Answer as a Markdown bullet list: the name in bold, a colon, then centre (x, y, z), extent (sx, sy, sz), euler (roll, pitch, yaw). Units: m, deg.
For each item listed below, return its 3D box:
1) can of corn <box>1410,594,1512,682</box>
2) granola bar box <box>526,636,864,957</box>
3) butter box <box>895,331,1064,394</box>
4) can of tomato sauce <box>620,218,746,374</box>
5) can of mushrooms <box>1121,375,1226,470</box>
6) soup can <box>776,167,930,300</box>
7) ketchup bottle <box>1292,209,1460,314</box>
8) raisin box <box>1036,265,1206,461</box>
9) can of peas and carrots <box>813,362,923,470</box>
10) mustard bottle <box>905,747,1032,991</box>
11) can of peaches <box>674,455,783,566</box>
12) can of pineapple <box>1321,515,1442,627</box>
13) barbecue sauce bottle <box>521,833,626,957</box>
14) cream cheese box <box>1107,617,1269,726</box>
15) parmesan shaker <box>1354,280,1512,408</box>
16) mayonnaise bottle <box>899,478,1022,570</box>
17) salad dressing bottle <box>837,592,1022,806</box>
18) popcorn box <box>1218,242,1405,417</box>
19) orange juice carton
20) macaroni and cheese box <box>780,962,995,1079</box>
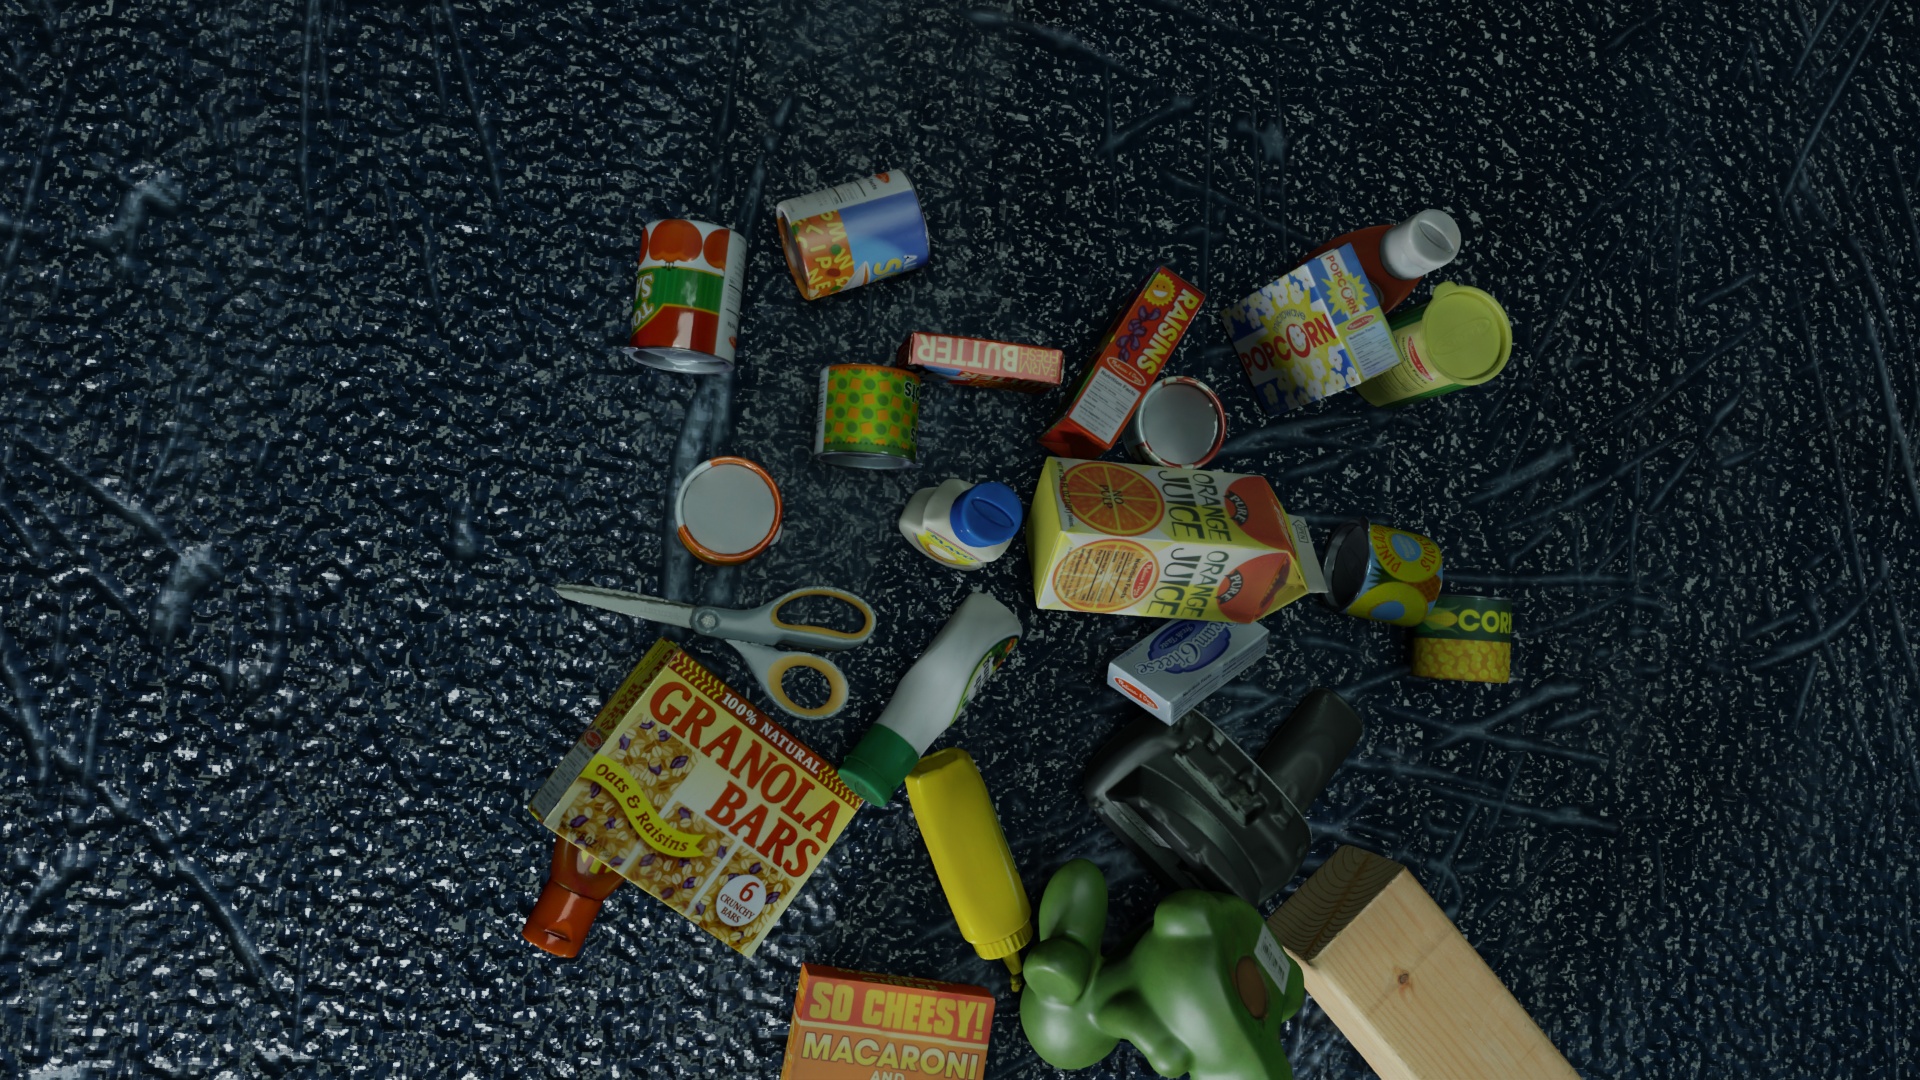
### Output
- **can of corn**: centre (0.349, 0.068, 0.965), extent (0.071, 0.071, 0.058), euler (5, 86, -11)
- **granola bar box**: centre (-0.154, 0.156, 0.836), extent (0.165, 0.039, 0.124), euler (44, 75, -30)
- **butter box**: centre (0.012, -0.117, 0.918), extent (0.103, 0.053, 0.024), euler (6, 87, -11)
- **can of tomato sauce**: centre (-0.173, -0.153, 0.875), extent (0.071, 0.071, 0.083), euler (6, 84, -11)
- **can of mushrooms**: centre (0.149, -0.078, 0.953), extent (0.071, 0.033, 0.071), euler (1, 85, -12)
- **soup can**: centre (-0.069, -0.196, 0.902), extent (0.084, 0.071, 0.071), euler (-19, 90, -12)
- **ketchup bottle**: centre (0.278, -0.183, 0.930), extent (0.065, 0.148, 0.043), euler (36, 79, -7)
- **raisin box**: centre (0.105, -0.113, 0.920), extent (0.040, 0.086, 0.123), euler (34, 80, -3)
- **can of peas and carrots**: centre (-0.057, -0.078, 0.893), extent (0.071, 0.071, 0.059), euler (4, 84, -11)
- **mustard bottle**: centre (0.012, 0.213, 0.889), extent (0.049, 0.065, 0.160), euler (-22, 97, -8)
- **can of peaches**: centre (-0.144, -0.017, 0.874), extent (0.071, 0.058, 0.071), euler (1, 85, -11)
- **can of pineapple**: centre (0.290, 0.022, 0.957), extent (0.058, 0.071, 0.071), euler (12, 83, -12)
- **barbecue sauce bottle**: centre (-0.217, 0.178, 0.851), extent (0.065, 0.043, 0.149), euler (29, 81, -17)
- **cream cheese box**: centre (0.151, 0.077, 0.916), extent (0.104, 0.024, 0.053), euler (-30, 48, -32)
- **parmesan shaker**: centre (0.320, -0.134, 0.958), extent (0.071, 0.103, 0.071), euler (1, 86, -12)
- **mayonnaise bottle**: centre (0.003, -0.011, 0.859), extent (0.065, 0.148, 0.041), euler (31, 81, -8)
- **salad dressing bottle**: centre (-0.019, 0.100, 0.879), extent (0.044, 0.064, 0.148), euler (35, 65, 10)
- **popcorn box**: centre (0.231, -0.137, 0.928), extent (0.038, 0.126, 0.085), euler (-26, 92, -16)
- **orange juice carton**: centre (0.145, 0.002, 0.913), extent (0.193, 0.072, 0.072), euler (4, 44, -11)
- **macaroni and cheese box**: centre (-0.054, 0.359, 0.872), extent (0.124, 0.040, 0.166), euler (11, 84, -11)
